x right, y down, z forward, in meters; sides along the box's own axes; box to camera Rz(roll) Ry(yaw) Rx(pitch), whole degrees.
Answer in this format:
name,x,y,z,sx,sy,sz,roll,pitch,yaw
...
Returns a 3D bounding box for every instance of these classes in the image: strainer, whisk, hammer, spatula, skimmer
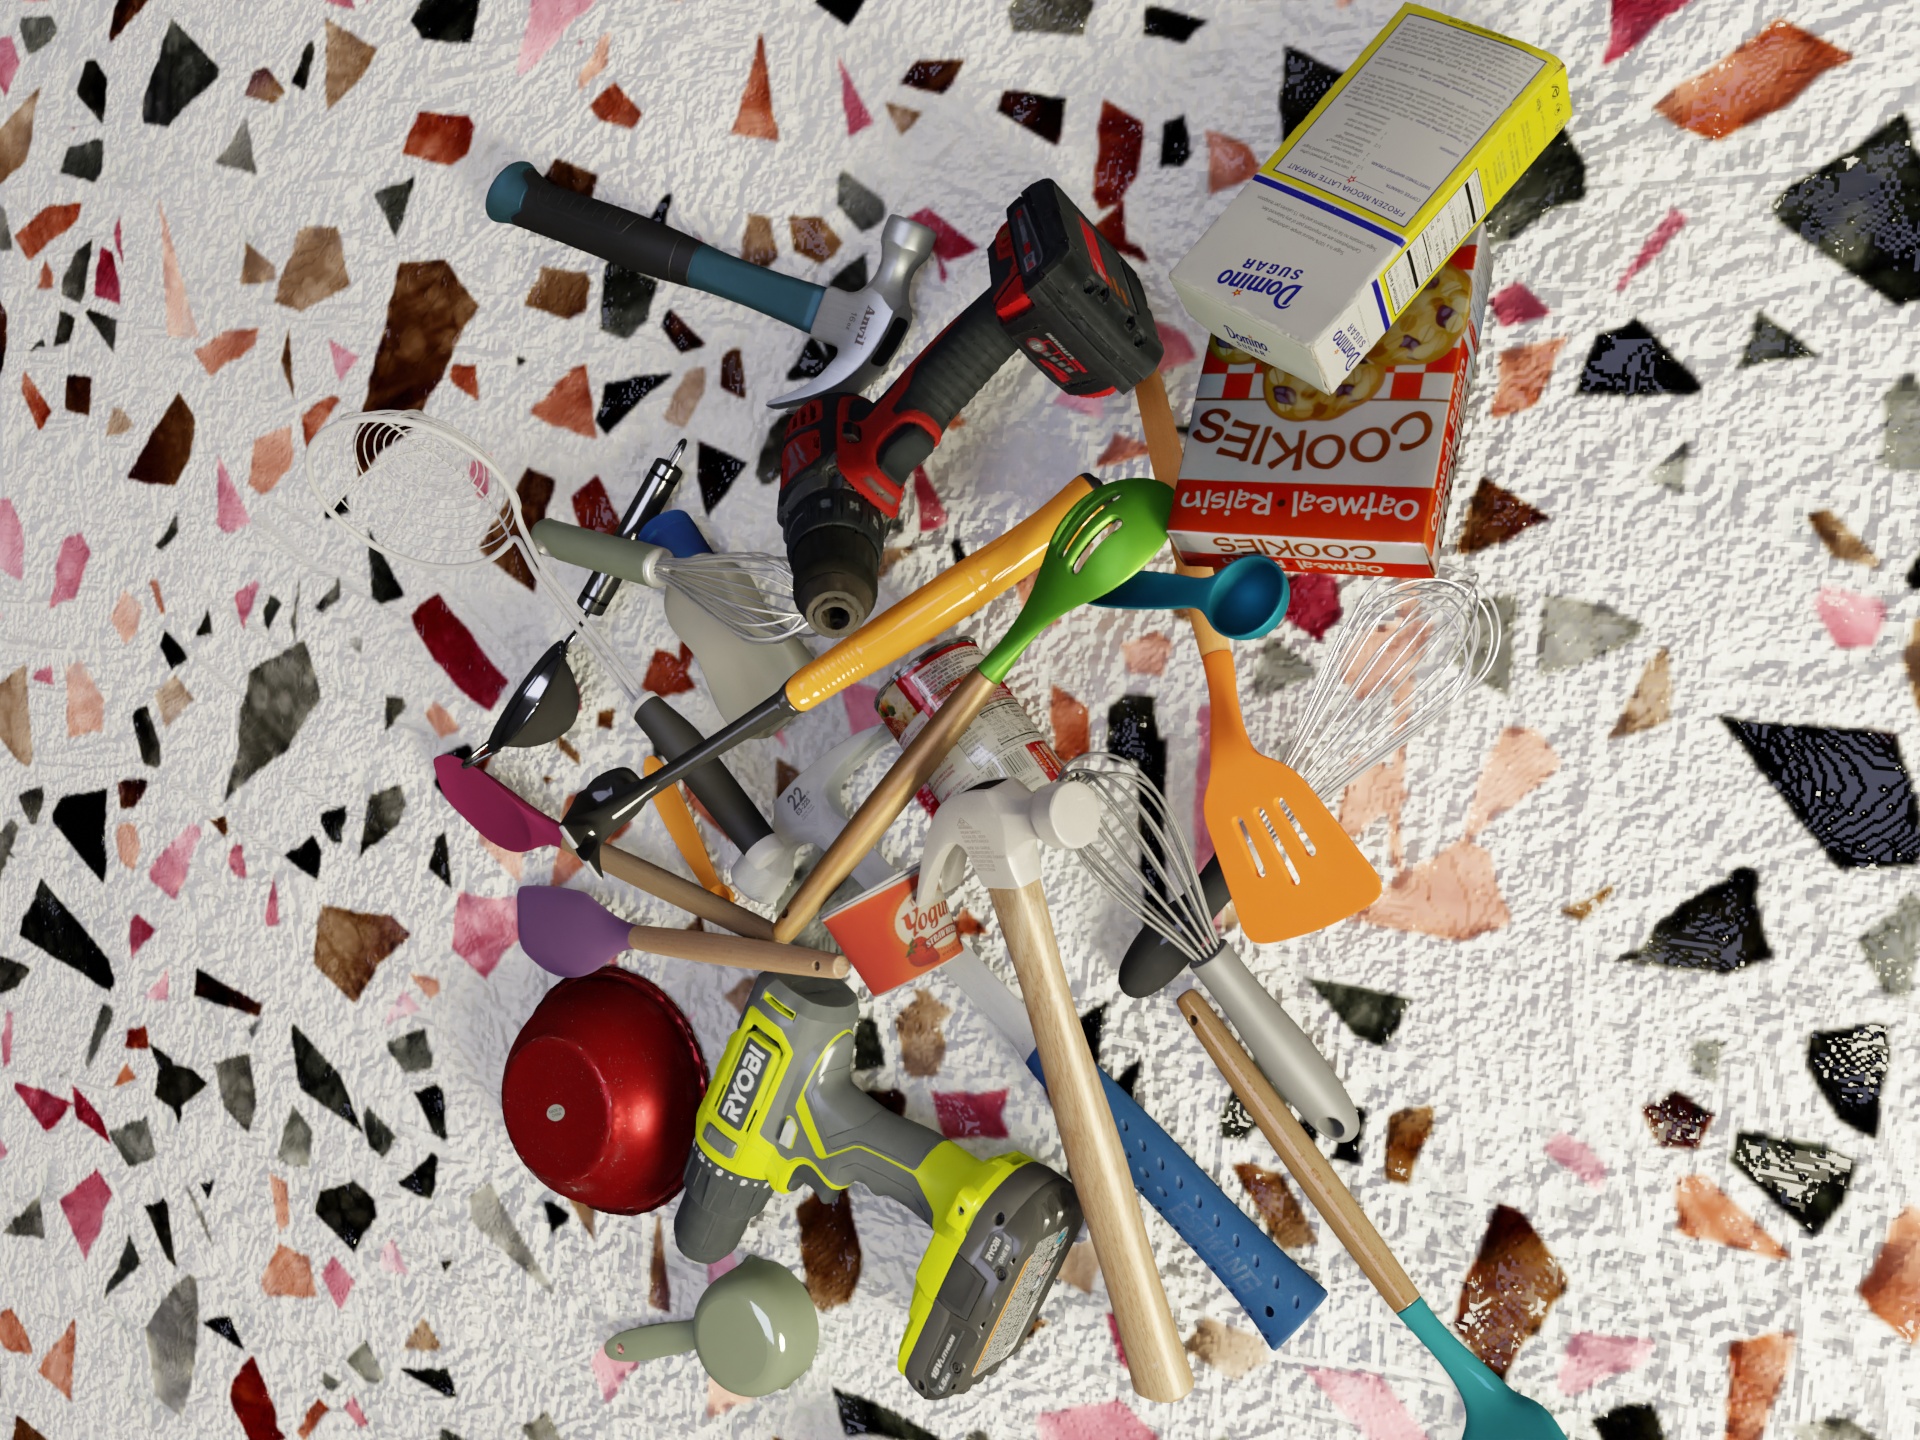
name,x,y,z,sx,sy,sz,roll,pitch,yaw
strainer,-0.237,-0.067,1.016,0.258,0.050,0.087,-58,23,11
whisk,0.126,0.114,0.784,0.055,0.055,0.239,-34,98,25
hammer,-0.170,-0.285,0.982,0.331,0.033,0.128,26,102,26
hammer,0.039,0.167,0.870,0.406,0.035,0.144,44,110,21
whisk,-0.170,-0.089,0.932,0.246,0.057,0.059,17,64,35
hammer,0.056,0.187,0.797,0.130,0.031,0.331,-5,104,53
hammer,-0.063,-0.029,0.843,0.337,0.127,0.034,-33,102,1
spatula,-0.181,0.136,0.967,0.316,0.018,0.060,-1,92,42
spatula,0.128,-0.052,0.792,0.081,0.041,0.323,-32,59,42
spatula,0.199,0.267,0.780,0.318,0.044,0.082,54,128,19
whisk,0.165,0.038,0.794,0.070,0.070,0.284,45,115,21
skimmer,-0.246,-0.042,0.937,0.363,0.090,0.127,49,141,12

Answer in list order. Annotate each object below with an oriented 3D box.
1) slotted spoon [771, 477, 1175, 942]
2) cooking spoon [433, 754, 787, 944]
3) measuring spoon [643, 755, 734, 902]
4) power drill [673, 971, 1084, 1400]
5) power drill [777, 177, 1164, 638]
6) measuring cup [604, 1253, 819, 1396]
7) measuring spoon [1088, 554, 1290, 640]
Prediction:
name,x,y,z,sx,sy,sz,roll,pitch,yaw
slotted spoon,-0.001,-0.003,0.816,0.313,0.031,0.070,-51,36,13
cooking spoon,-0.229,0.084,1.005,0.319,0.017,0.068,19,131,32
measuring spoon,-0.170,0.071,1.000,0.021,0.011,0.117,-39,69,23
power drill,-0.060,0.273,0.904,0.229,0.080,0.190,30,104,28
power drill,-0.009,-0.154,0.825,0.226,0.080,0.188,-36,33,24
measuring cup,-0.165,0.383,0.981,0.167,0.038,0.083,-19,81,25
measuring spoon,0.108,-0.059,0.776,0.129,0.021,0.042,9,75,46
